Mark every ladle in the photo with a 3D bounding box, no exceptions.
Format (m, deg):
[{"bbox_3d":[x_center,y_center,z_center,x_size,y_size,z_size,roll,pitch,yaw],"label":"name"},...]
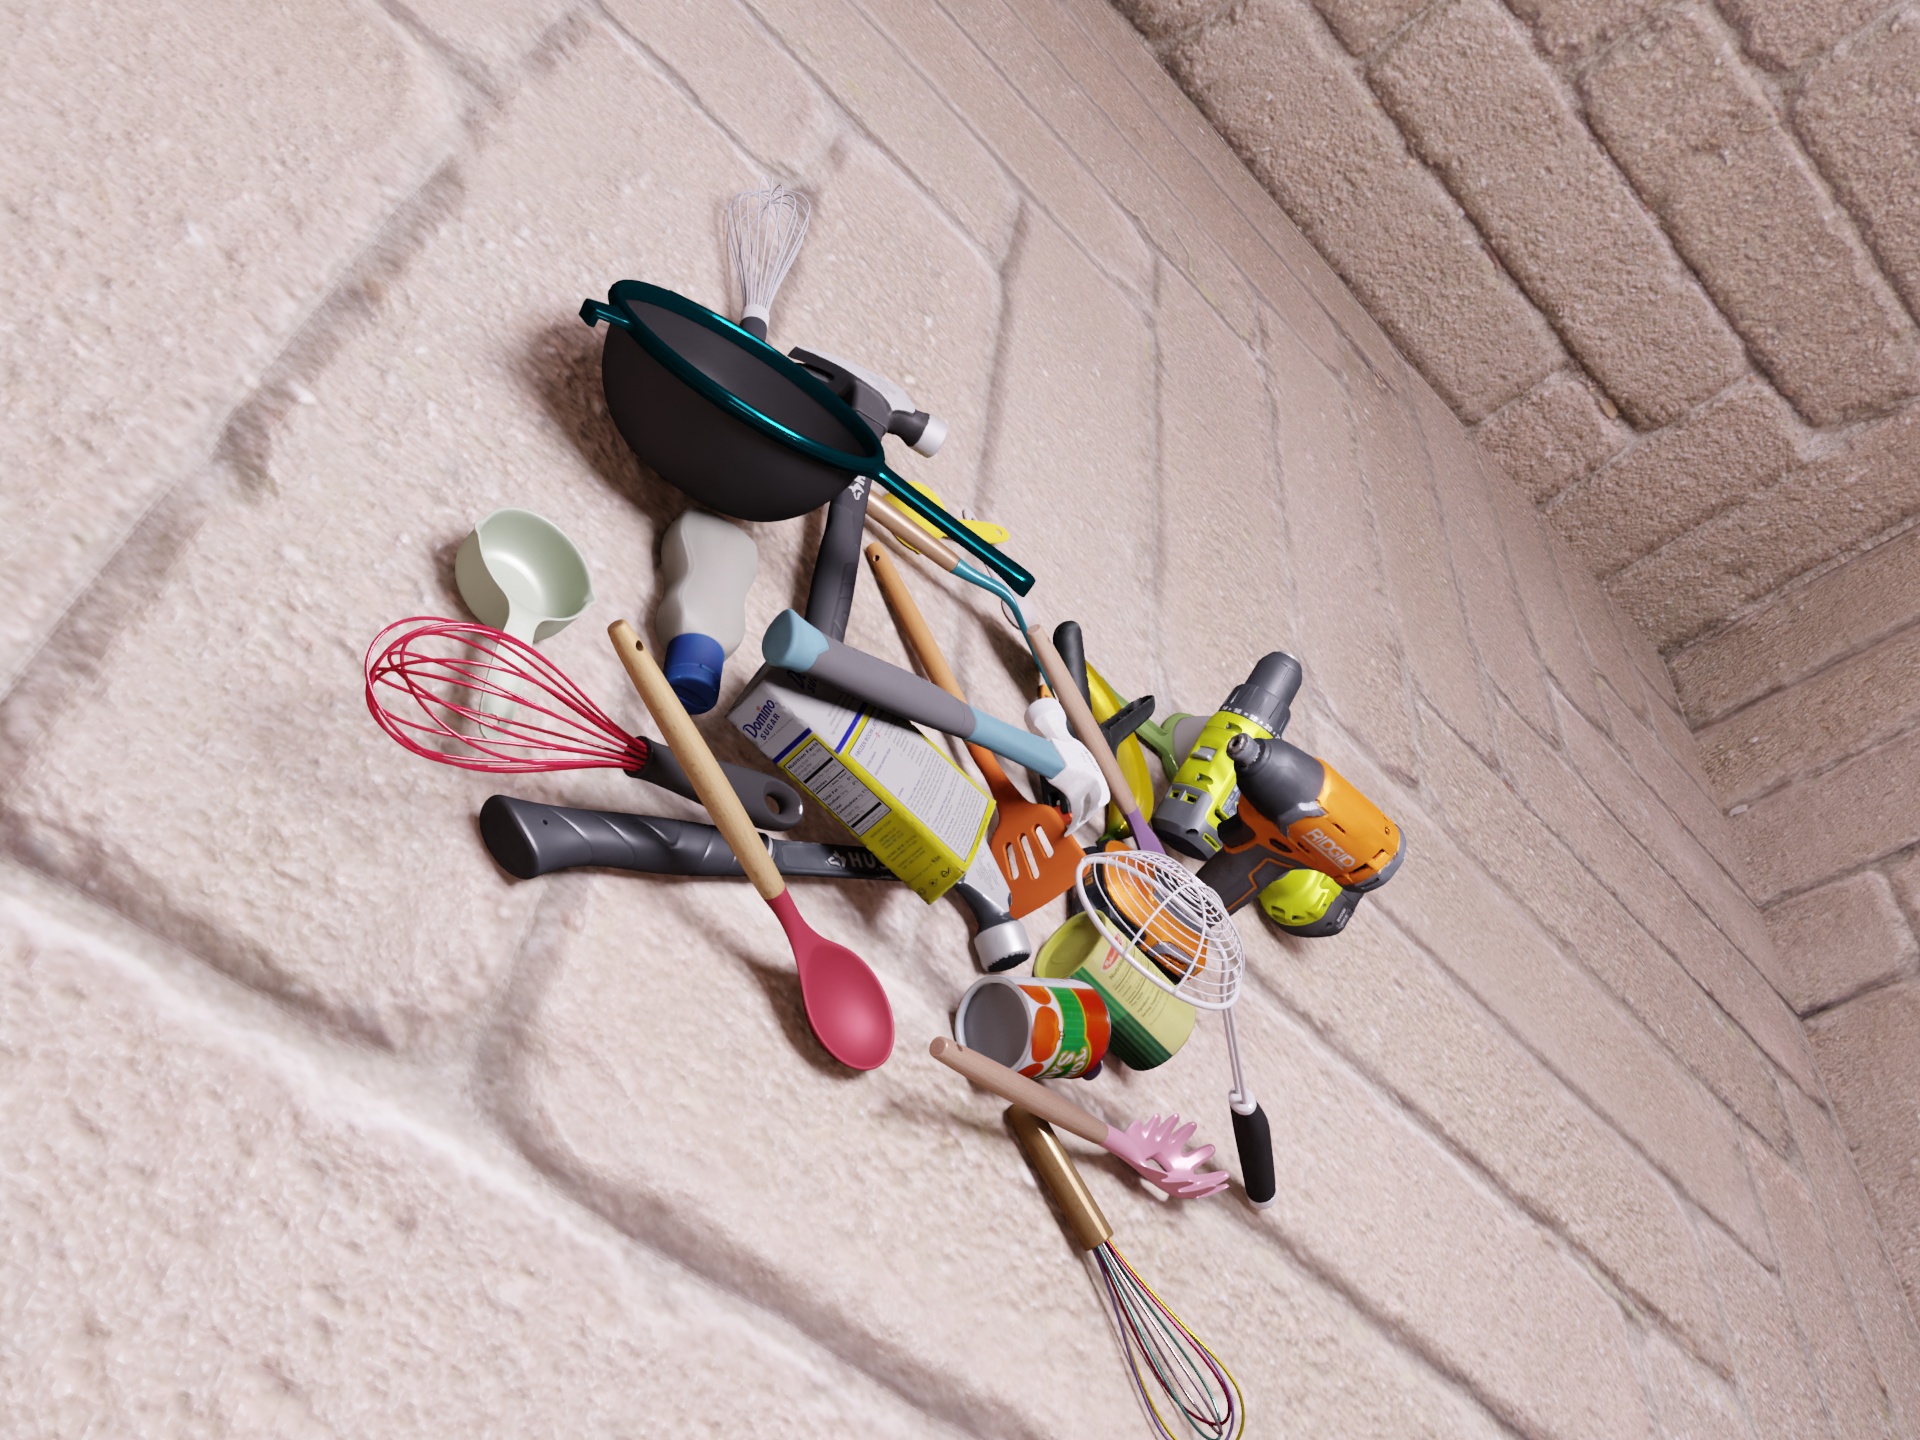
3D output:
[{"bbox_3d":[-0.114,0.075,0.874,0.315,0.031,0.069,64,29,-29],"label":"ladle"}]

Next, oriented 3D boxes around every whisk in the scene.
[{"bbox_3d":[0.102,0.346,1.000,0.051,0.047,0.245,-15,70,-57],"label":"whisk"},{"bbox_3d":[-0.185,0.015,0.837,0.295,0.073,0.073,25,42,-49],"label":"whisk"},{"bbox_3d":[-0.160,-0.339,1.268,0.070,0.070,0.285,32,42,-34],"label":"whisk"}]

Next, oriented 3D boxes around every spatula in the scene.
[{"bbox_3d":[-0.002,-0.004,1.178,0.323,0.081,0.041,62,17,20],"label":"spatula"},{"bbox_3d":[-0.032,-0.130,1.267,0.317,0.044,0.082,35,16,-21],"label":"spatula"},{"bbox_3d":[0.122,0.052,1.246,0.315,0.018,0.060,60,26,-29],"label":"spatula"}]

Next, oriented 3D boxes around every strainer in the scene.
[{"bbox_3d":[-0.110,-0.162,1.076,0.340,0.095,0.211,36,17,-4],"label":"strainer"},{"bbox_3d":[0.220,0.020,1.443,0.256,0.069,0.152,36,36,-32],"label":"strainer"}]

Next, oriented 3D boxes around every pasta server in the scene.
[{"bbox_3d":[0.081,0.253,1.019,0.315,0.040,0.060,38,18,-44],"label":"pasta server"}]

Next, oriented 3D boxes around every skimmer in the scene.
[{"bbox_3d":[0.155,0.228,1.071,0.127,0.090,0.362,-113,-175,-52],"label":"skimmer"}]

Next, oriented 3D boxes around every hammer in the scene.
[{"bbox_3d":[-0.108,0.078,0.964,0.408,0.036,0.149,11,51,-50],"label":"hammer"},{"bbox_3d":[-0.008,-0.005,1.044,0.330,0.033,0.128,24,29,-48],"label":"hammer"},{"bbox_3d":[-0.090,-0.141,1.163,0.146,0.035,0.335,29,46,-25],"label":"hammer"}]

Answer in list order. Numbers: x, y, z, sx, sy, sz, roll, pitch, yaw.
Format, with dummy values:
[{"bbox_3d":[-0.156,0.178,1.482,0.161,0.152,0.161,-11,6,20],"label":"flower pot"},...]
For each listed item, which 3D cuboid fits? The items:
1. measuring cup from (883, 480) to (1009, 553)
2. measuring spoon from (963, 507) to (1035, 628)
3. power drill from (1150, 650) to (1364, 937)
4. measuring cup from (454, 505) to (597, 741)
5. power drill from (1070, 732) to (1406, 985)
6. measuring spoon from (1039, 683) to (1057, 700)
[{"bbox_3d":[-0.003,-0.170,1.340,0.156,0.029,0.062,0,60,-48],"label":"measuring cup"},{"bbox_3d":[0.035,-0.135,1.381,0.034,0.018,0.124,-3,63,-55],"label":"measuring spoon"},{"bbox_3d":[0.279,0.069,1.383,0.228,0.080,0.190,42,73,-36],"label":"power drill"},{"bbox_3d":[-0.252,-0.047,0.879,0.083,0.038,0.168,34,39,-32],"label":"measuring cup"},{"bbox_3d":[0.188,0.098,1.169,0.164,0.226,0.084,38,35,-27],"label":"power drill"},{"bbox_3d":[0.080,0.017,1.312,0.021,0.011,0.117,18,44,-36],"label":"measuring spoon"}]
